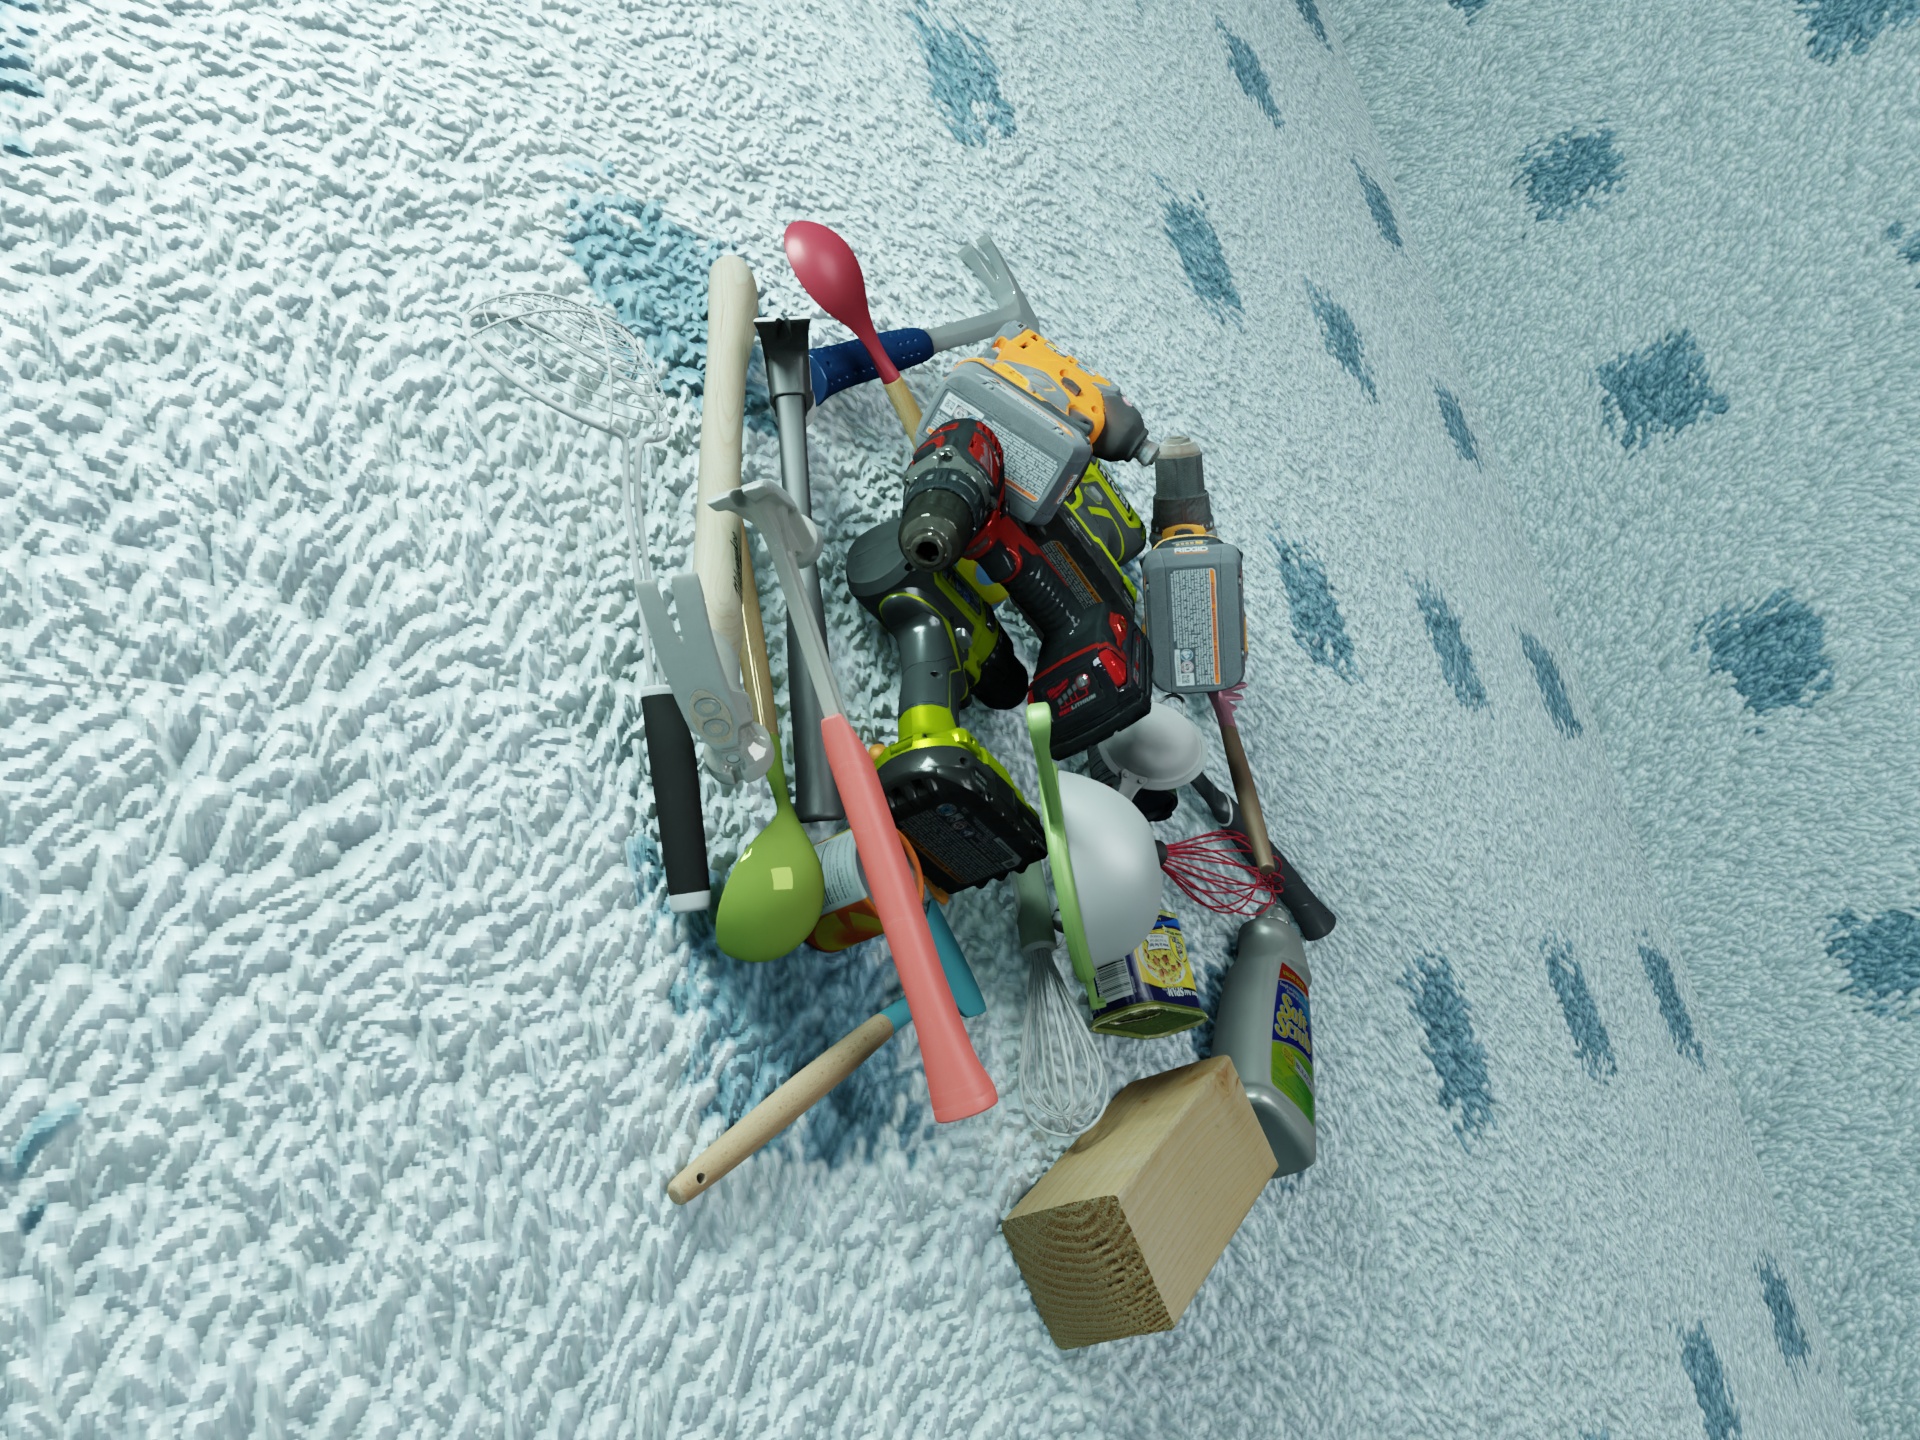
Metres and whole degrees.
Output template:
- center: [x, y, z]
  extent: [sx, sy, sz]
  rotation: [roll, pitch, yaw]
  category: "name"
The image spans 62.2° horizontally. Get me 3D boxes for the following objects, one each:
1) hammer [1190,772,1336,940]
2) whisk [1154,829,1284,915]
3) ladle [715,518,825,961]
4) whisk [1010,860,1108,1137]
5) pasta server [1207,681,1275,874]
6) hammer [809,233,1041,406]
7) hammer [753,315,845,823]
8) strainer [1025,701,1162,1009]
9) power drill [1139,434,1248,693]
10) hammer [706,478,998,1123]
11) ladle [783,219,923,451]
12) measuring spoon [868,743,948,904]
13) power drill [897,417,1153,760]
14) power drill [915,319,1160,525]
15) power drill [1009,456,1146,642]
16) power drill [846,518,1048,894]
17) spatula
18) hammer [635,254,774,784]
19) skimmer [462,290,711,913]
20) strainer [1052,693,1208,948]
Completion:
- center: [0.222, 0.063, 1.415]
  extent: [0.408, 0.036, 0.149]
  rotation: [47, 35, -27]
  category: "hammer"
- center: [0.171, 0.112, 1.288]
  extent: [0.295, 0.073, 0.073]
  rotation: [16, 56, -43]
  category: "whisk"
- center: [-0.130, -0.008, 0.944]
  extent: [0.078, 0.062, 0.320]
  rotation: [73, 3, -59]
  category: "ladle"
- center: [0.055, 0.165, 1.094]
  extent: [0.057, 0.059, 0.247]
  rotation: [84, -4, -60]
  category: "whisk"
- center: [0.250, 0.024, 1.411]
  extent: [0.317, 0.040, 0.060]
  rotation: [-93, 159, -53]
  category: "pasta server"
- center: [-0.029, -0.315, 1.303]
  extent: [0.144, 0.035, 0.405]
  rotation: [62, 32, -6]
  category: "hammer"
- center: [-0.100, -0.096, 1.002]
  extent: [0.146, 0.035, 0.335]
  rotation: [98, -13, -72]
  category: "hammer"
- center: [0.089, 0.065, 1.022]
  extent: [0.256, 0.069, 0.152]
  rotation: [74, 8, -53]
  category: "strainer"
- center: [0.191, -0.133, 1.335]
  extent: [0.226, 0.084, 0.185]
  rotation: [-74, 159, -70]
  category: "power drill"
- center: [-0.054, 0.045, 0.871]
  extent: [0.149, 0.036, 0.359]
  rotation: [12, 59, -83]
  category: "hammer"
- center: [-0.041, -0.231, 1.185]
  extent: [0.315, 0.031, 0.069]
  rotation: [60, 36, -32]
  category: "ladle"
- center: [-0.032, 0.068, 1.058]
  extent: [0.021, 0.011, 0.117]
  rotation: [-23, 88, -58]
  category: "measuring spoon"
- center: [0.037, -0.084, 1.063]
  extent: [0.226, 0.080, 0.188]
  rotation: [53, 22, -19]
  category: "power drill"
- center: [0.068, -0.226, 1.220]
  extent: [0.164, 0.084, 0.226]
  rotation: [33, 28, 1]
  category: "power drill"
- center: [0.087, -0.165, 1.324]
  extent: [0.171, 0.080, 0.223]
  rotation: [52, 26, -23]
  category: "power drill"
- center: [-0.002, -0.003, 1.082]
  extent: [0.190, 0.080, 0.229]
  rotation: [45, 30, -44]
  category: "power drill"
- center: [-0.066, 0.192, 0.916]
  extent: [0.317, 0.044, 0.082]
  rotation: [-29, 94, -54]
  category: "spatula"
- center: [-0.146, -0.162, 0.954]
  extent: [0.146, 0.038, 0.411]
  rotation: [76, 6, -48]
  category: "hammer"
- center: [-0.199, -0.069, 0.892]
  extent: [0.127, 0.090, 0.363]
  rotation: [0, 79, -59]
  category: "skimmer"
- center: [0.120, 0.064, 1.191]
  extent: [0.050, 0.087, 0.258]
  rotation: [91, 24, -57]
  category: "strainer"
